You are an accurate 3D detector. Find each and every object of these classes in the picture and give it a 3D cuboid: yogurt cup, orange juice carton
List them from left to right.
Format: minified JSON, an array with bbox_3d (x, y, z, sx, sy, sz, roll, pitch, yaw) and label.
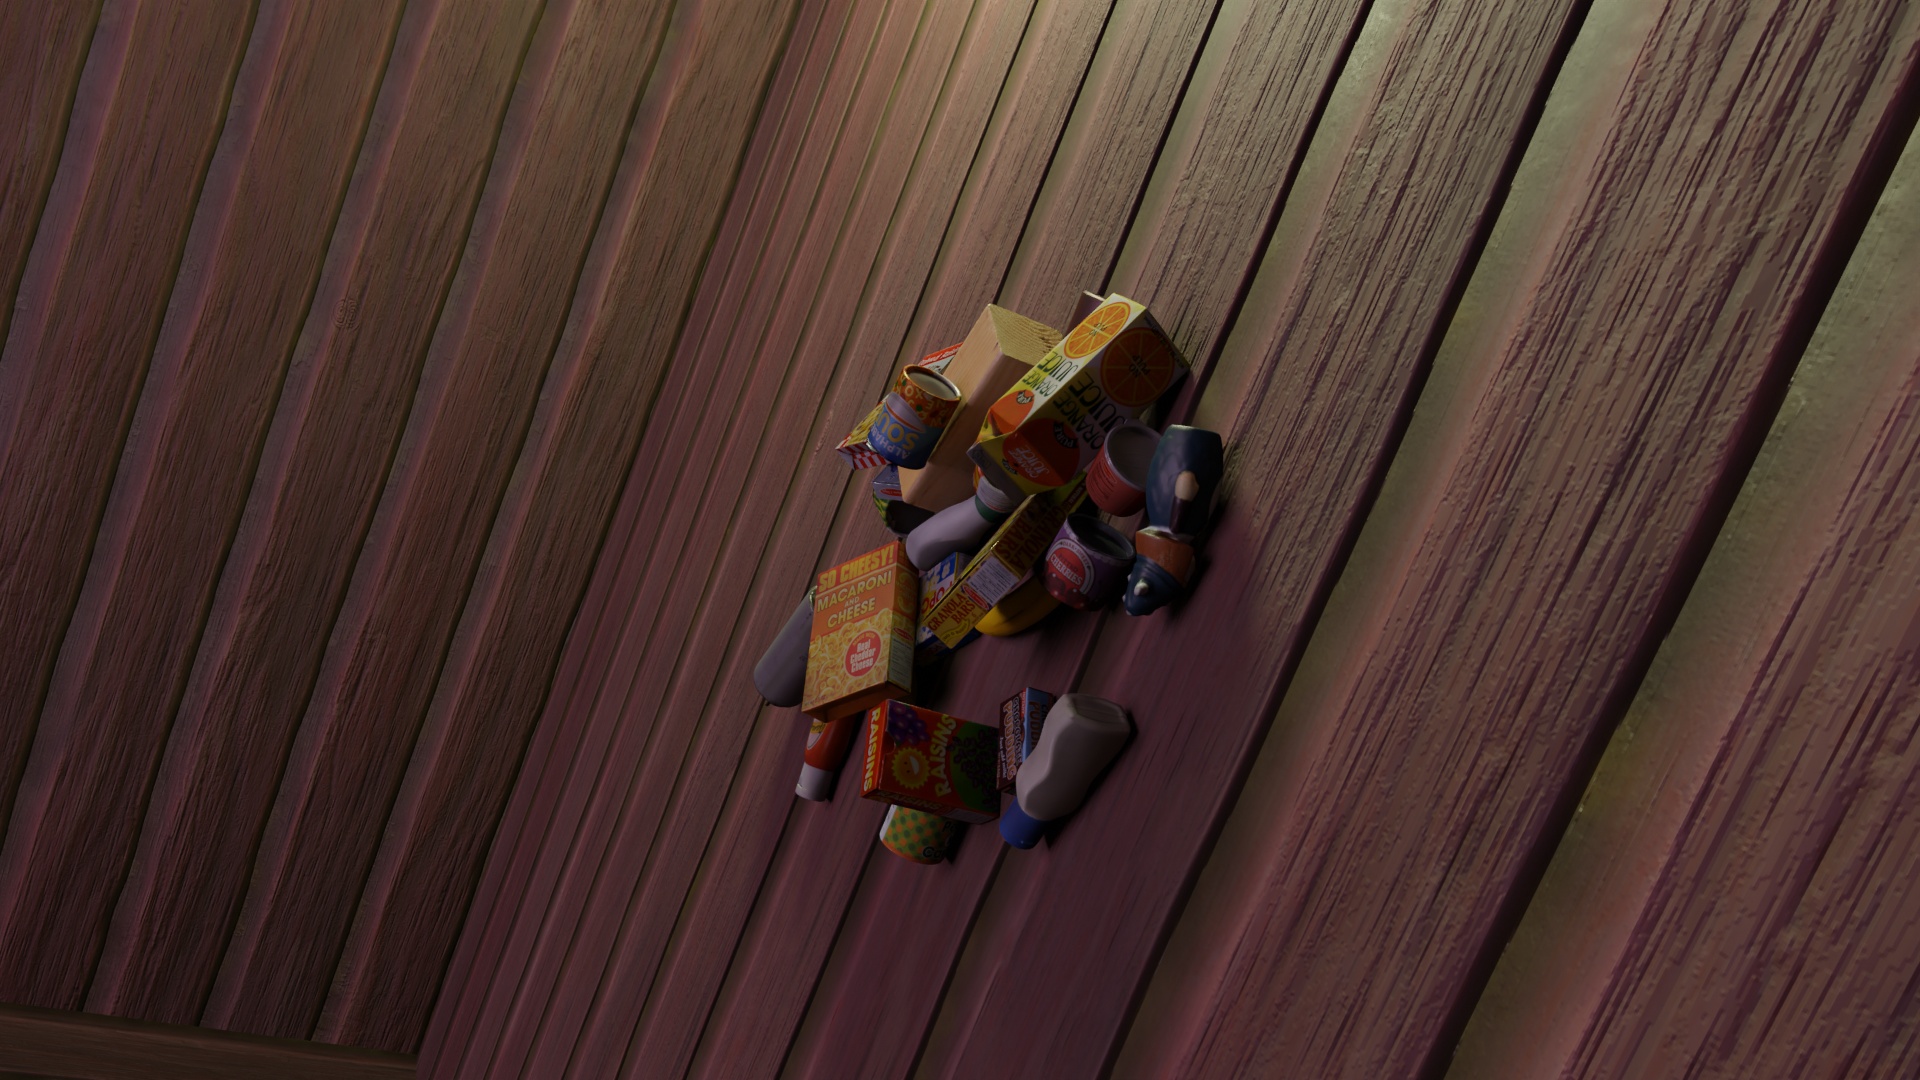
[{"bbox_3d":[0.096,-0.117,1.194,0.193,0.071,0.073,-43,26,0],"label":"orange juice carton"},{"bbox_3d":[0.140,-0.056,1.159,0.053,0.072,0.073,125,152,-51],"label":"yogurt cup"}]

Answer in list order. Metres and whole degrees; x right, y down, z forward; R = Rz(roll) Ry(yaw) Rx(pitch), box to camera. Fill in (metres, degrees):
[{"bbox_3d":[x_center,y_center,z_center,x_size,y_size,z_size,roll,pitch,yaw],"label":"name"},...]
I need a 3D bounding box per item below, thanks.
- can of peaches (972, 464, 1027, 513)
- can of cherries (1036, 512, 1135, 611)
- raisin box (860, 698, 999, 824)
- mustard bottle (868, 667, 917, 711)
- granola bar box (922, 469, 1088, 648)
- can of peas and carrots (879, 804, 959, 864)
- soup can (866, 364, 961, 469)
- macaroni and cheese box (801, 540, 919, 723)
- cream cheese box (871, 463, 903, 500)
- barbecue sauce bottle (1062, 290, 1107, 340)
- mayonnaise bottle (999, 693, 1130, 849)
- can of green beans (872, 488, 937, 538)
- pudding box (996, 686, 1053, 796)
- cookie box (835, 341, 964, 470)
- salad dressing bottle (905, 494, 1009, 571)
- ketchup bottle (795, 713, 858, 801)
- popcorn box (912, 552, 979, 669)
[{"bbox_3d":[0.047,-0.068,1.339,0.058,0.071,0.071,102,180,-75],"label":"can of peaches"},{"bbox_3d":[0.104,0.019,1.173,0.058,0.071,0.072,-61,26,24],"label":"can of cherries"},{"bbox_3d":[-0.024,0.201,1.253,0.040,0.123,0.086,-38,41,52],"label":"raisin box"},{"bbox_3d":[-0.078,0.154,1.476,0.048,0.065,0.161,-50,34,31],"label":"mustard bottle"},{"bbox_3d":[0.045,0.009,1.246,0.123,0.039,0.166,-47,1,43],"label":"granola bar box"},{"bbox_3d":[-0.034,0.264,1.303,0.058,0.071,0.071,-68,24,10],"label":"can of peas and carrots"},{"bbox_3d":[-0.048,-0.122,1.376,0.083,0.071,0.071,-60,26,25],"label":"soup can"},{"bbox_3d":[-0.103,0.096,1.458,0.123,0.040,0.167,-23,49,34],"label":"macaroni and cheese box"},{"bbox_3d":[-0.049,-0.083,1.542,0.053,0.024,0.104,7,39,31],"label":"cream cheese box"},{"bbox_3d":[0.110,-0.160,1.321,0.148,0.044,0.065,-67,24,12],"label":"barbecue sauce bottle"},{"bbox_3d":[0.078,0.189,1.123,0.147,0.065,0.041,-61,27,30],"label":"mayonnaise bottle"},{"bbox_3d":[-0.062,-0.044,1.576,0.071,0.071,0.058,-63,26,19],"label":"can of green beans"},{"bbox_3d":[0.057,0.176,1.212,0.049,0.030,0.084,-38,41,50],"label":"pudding box"},{"bbox_3d":[-0.054,-0.152,1.579,0.168,0.040,0.123,-48,17,-19],"label":"cookie box"},{"bbox_3d":[0.005,-0.018,1.424,0.147,0.064,0.044,-34,59,39],"label":"salad dressing bottle"},{"bbox_3d":[-0.151,0.226,1.605,0.065,0.043,0.148,16,88,66],"label":"ketchup bottle"},{"bbox_3d":[-0.022,0.074,1.442,0.126,0.038,0.085,-36,42,53],"label":"popcorn box"}]
